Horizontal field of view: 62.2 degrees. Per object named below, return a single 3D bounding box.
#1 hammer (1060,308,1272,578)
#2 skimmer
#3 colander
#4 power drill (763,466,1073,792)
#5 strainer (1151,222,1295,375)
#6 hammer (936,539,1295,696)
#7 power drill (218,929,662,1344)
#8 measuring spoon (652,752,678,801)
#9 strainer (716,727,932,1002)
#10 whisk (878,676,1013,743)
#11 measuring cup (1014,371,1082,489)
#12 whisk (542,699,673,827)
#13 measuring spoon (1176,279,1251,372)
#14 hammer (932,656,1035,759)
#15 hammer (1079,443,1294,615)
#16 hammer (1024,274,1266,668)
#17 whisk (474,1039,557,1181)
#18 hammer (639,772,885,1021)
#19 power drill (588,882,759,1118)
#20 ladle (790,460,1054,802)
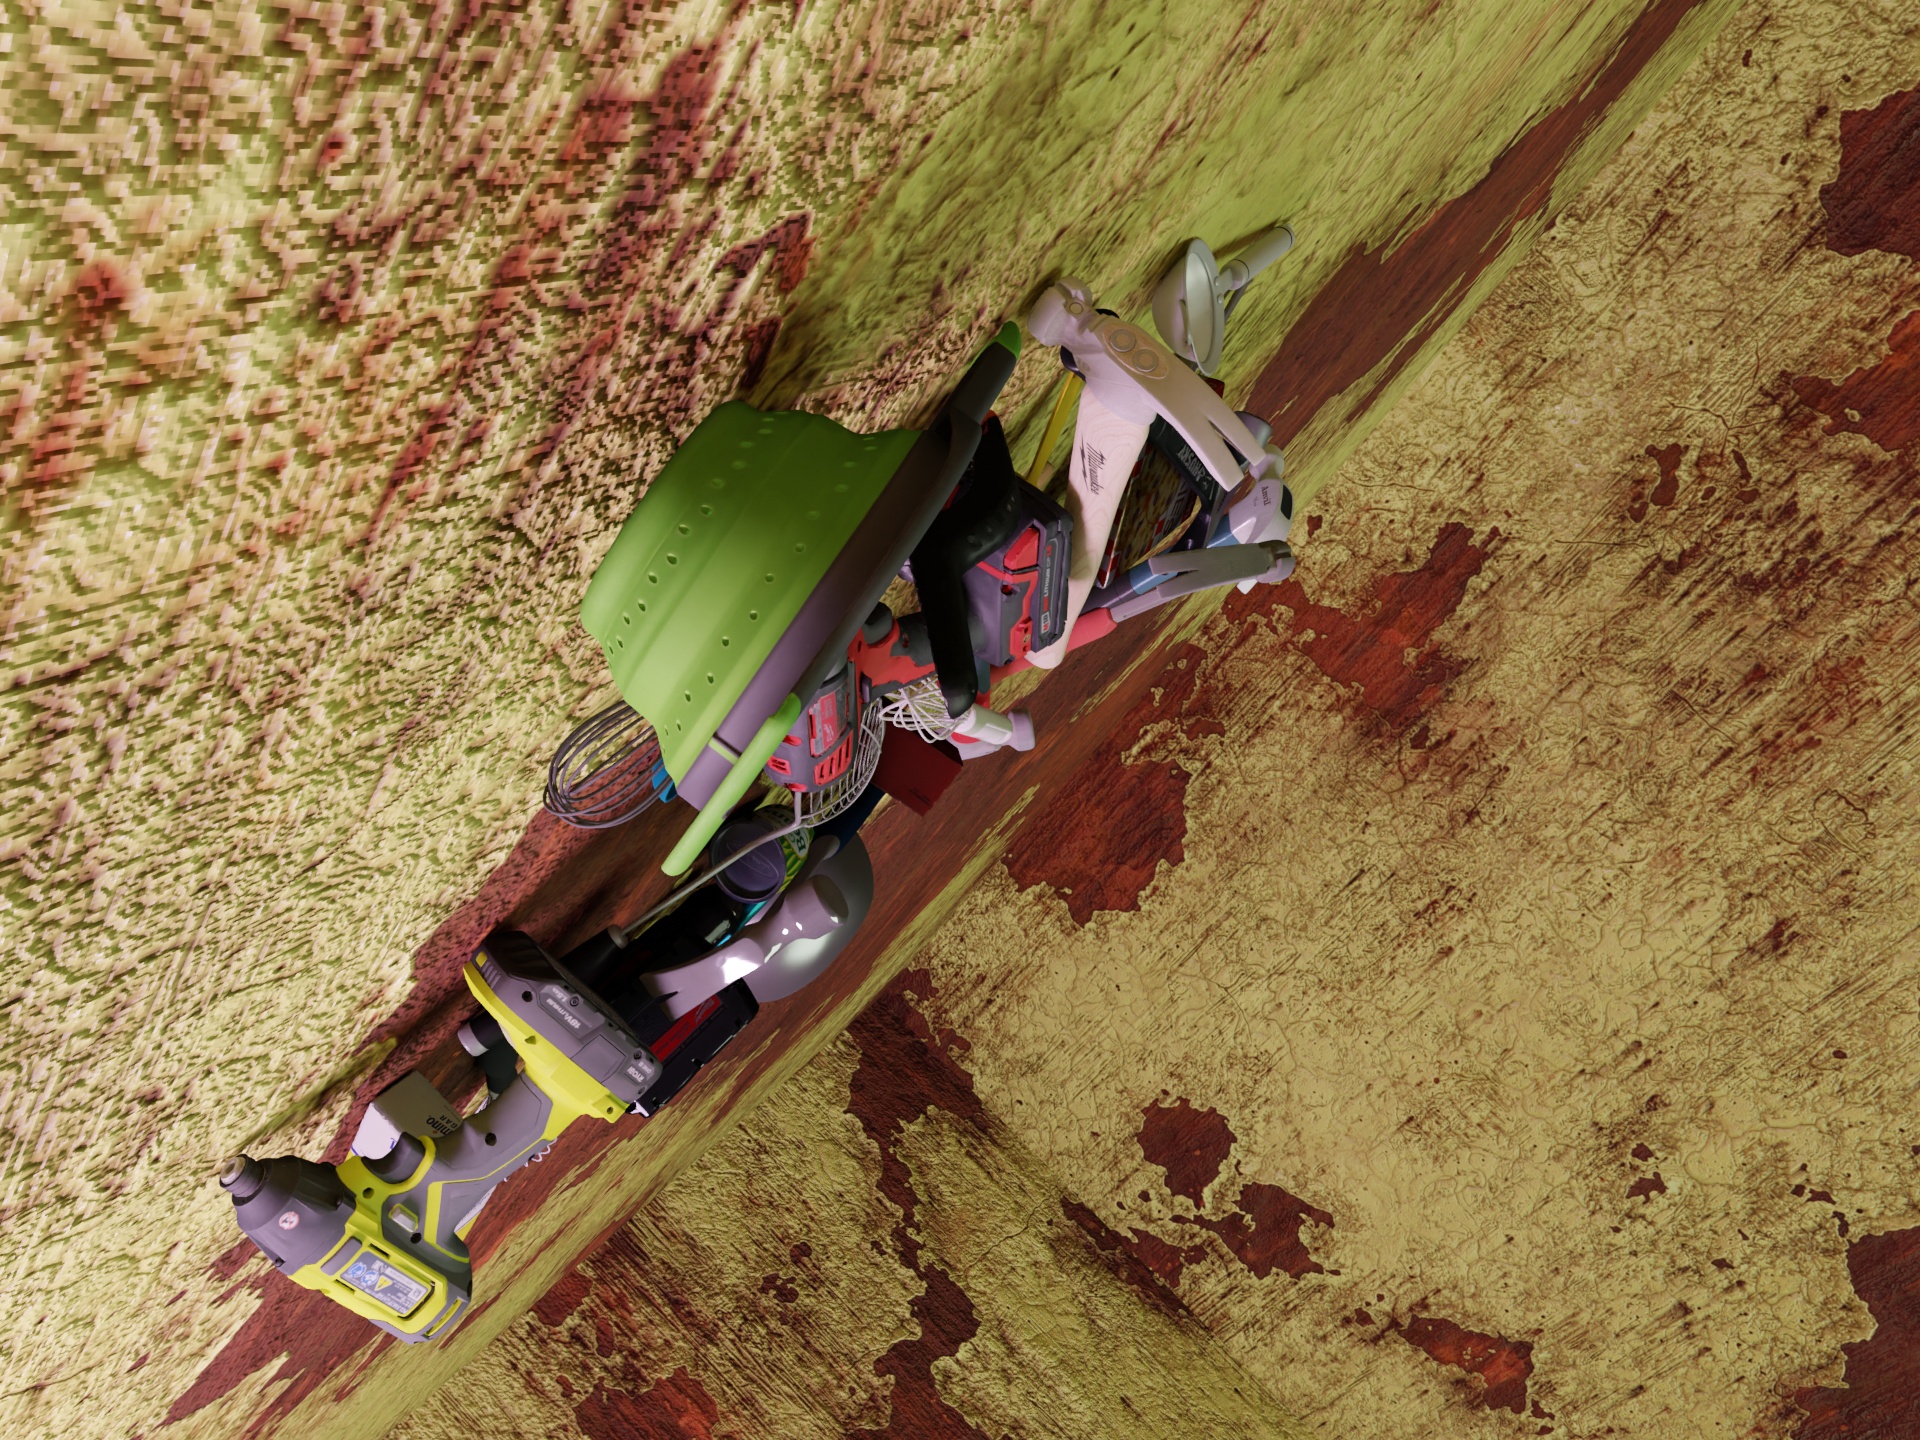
[{"bbox_3d":[0.142,-0.199,1.125,0.149,0.036,0.408,-64,159,4],"label":"hammer"},{"bbox_3d":[-0.197,0.087,1.077,0.363,0.090,0.127,-35,169,-5],"label":"skimmer"},{"bbox_3d":[-0.062,-0.107,0.701,0.204,0.094,0.397,-49,-171,40],"label":"colander"},{"bbox_3d":[-0.034,-0.062,0.959,0.219,0.079,0.143,-34,143,-30],"label":"power drill"},{"bbox_3d":[0.182,-0.300,1.083,0.258,0.050,0.086,-45,129,-47],"label":"strainer"},{"bbox_3d":[0.090,-0.071,1.276,0.149,0.037,0.359,-13,174,-40],"label":"hammer"},{"bbox_3d":[-0.303,0.242,0.941,0.223,0.080,0.171,-47,127,-12],"label":"power drill"},{"bbox_3d":[-0.149,0.001,0.974,0.129,0.021,0.042,-51,176,-42],"label":"measuring spoon"},{"bbox_3d":[-0.107,0.138,1.429,0.340,0.095,0.211,-45,-178,-31],"label":"strainer"},{"bbox_3d":[-0.002,-0.004,1.148,0.058,0.059,0.246,-30,167,12],"label":"whisk"},{"bbox_3d":[0.043,-0.179,1.043,0.062,0.029,0.156,-33,155,-51],"label":"measuring cup"},{"bbox_3d":[-0.119,-0.028,0.828,0.239,0.055,0.055,-42,171,-20],"label":"whisk"},{"bbox_3d":[0.193,-0.306,1.207,0.124,0.018,0.034,-58,170,26],"label":"measuring spoon"},{"bbox_3d":[-0.009,-0.022,1.247,0.143,0.038,0.386,-10,167,-1],"label":"hammer"},{"bbox_3d":[0.140,-0.115,1.377,0.331,0.033,0.128,-28,-139,29],"label":"hammer"},{"bbox_3d":[0.086,-0.116,1.023,0.038,0.146,0.410,-43,169,-17],"label":"hammer"},{"bbox_3d":[-0.344,0.282,1.200,0.070,0.070,0.284,-41,165,-29],"label":"whisk"},{"bbox_3d":[-0.105,0.096,1.130,0.144,0.035,0.405,-32,-173,15],"label":"hammer"},{"bbox_3d":[-0.217,0.193,1.161,0.188,0.080,0.227,-44,-169,-18],"label":"power drill"},{"bbox_3d":[-0.034,-0.065,1.166,0.315,0.031,0.069,-50,-178,13],"label":"ladle"}]
